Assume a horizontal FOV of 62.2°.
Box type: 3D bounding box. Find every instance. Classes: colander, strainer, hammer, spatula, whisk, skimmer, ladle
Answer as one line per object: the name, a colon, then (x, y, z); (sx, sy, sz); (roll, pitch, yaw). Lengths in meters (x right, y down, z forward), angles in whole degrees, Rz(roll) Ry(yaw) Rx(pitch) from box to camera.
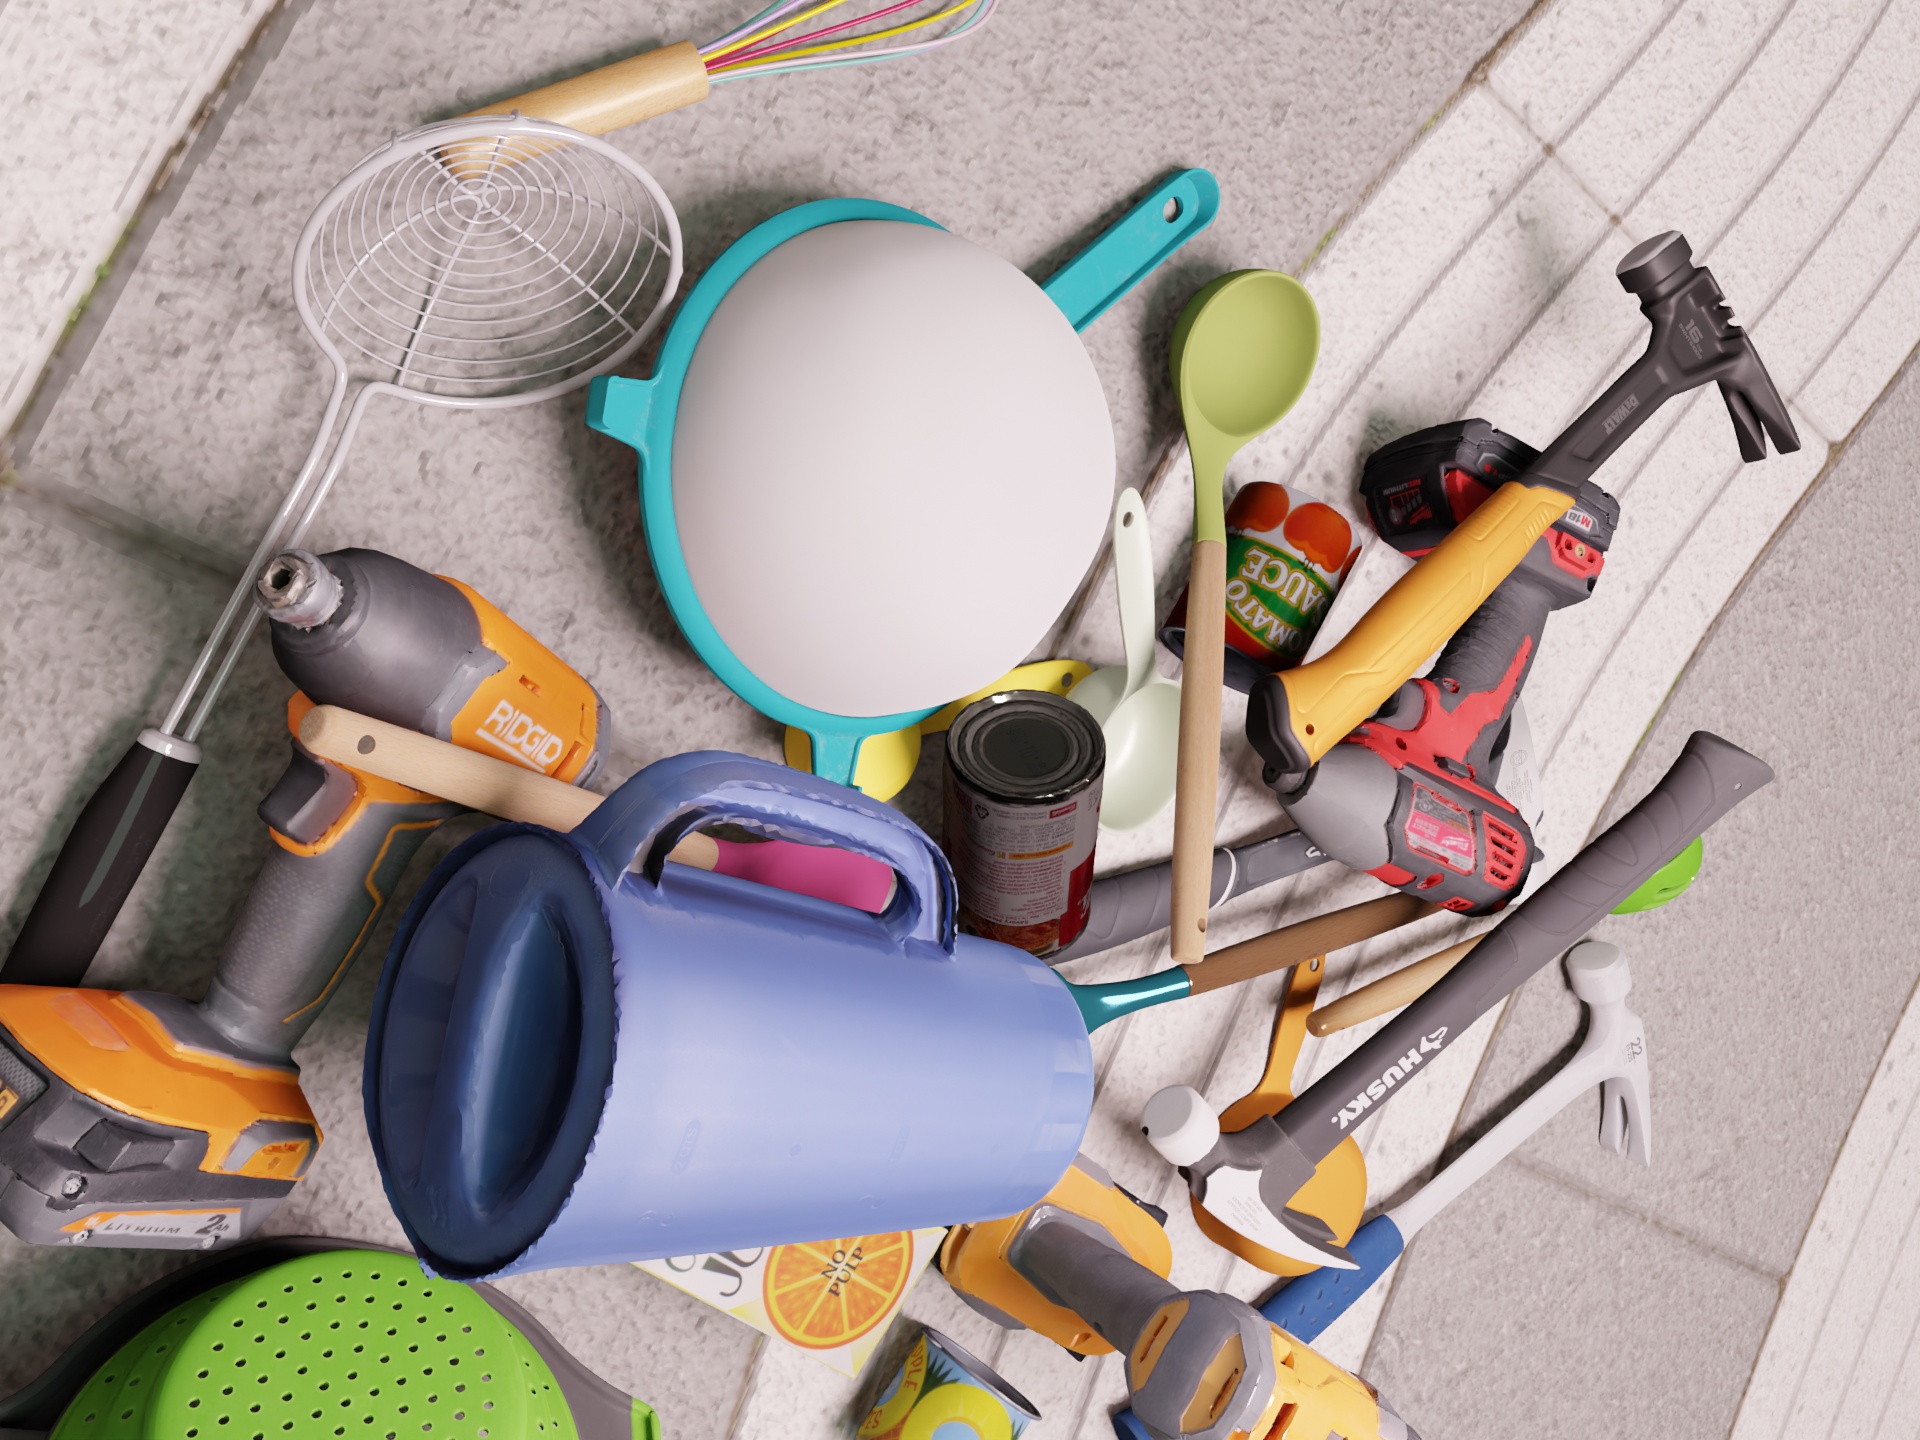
colander: (-0.279, 0.222, 0.488); (0.397, 0.205, 0.094); (13, 129, -16)
strainer: (0.031, -0.133, 0.633); (0.340, 0.095, 0.210); (-45, 125, -27)
hammer: (0.253, 0.287, 0.896); (0.405, 0.035, 0.144); (-30, 112, -23)
hammer: (0.144, 0.069, 0.796); (0.409, 0.036, 0.149); (-14, 104, -28)
spatula: (0.132, 0.121, 0.752); (0.317, 0.044, 0.082); (-13, 99, -28)
hammer: (0.258, -0.085, 0.736); (0.337, 0.034, 0.127); (-41, 102, -18)
hammer: (0.249, 0.126, 0.753); (0.335, 0.035, 0.146); (-41, 120, 1)
whisk: (-0.081, -0.256, 0.602); (0.245, 0.047, 0.051); (-28, 119, -20)
skimmer: (-0.218, -0.036, 0.530); (0.363, 0.090, 0.127); (-63, 150, -5)
ladle: (0.116, -0.054, 0.683); (0.078, 0.062, 0.320); (26, 61, -39)

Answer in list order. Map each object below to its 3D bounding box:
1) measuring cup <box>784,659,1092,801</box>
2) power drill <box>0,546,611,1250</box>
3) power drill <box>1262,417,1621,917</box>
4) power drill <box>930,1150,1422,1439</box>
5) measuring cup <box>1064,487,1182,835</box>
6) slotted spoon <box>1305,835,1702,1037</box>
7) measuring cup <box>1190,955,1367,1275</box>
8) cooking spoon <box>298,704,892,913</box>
measuring cup: (-0.001, -0.002, 0.699); (0.156, 0.029, 0.062); (-15, 106, -26)
power drill: (-0.221, 0.051, 0.509); (0.226, 0.084, 0.164); (-55, 159, -9)
power drill: (0.232, -0.027, 0.780); (0.143, 0.078, 0.220); (23, 78, -20)
power drill: (0.102, 0.271, 0.690); (0.185, 0.226, 0.084); (40, 78, -30)
measuring cup: (0.068, -0.028, 0.712); (0.083, 0.038, 0.167); (-26, 124, -33)
slotted spoon: (0.312, 0.121, 0.886); (0.313, 0.070, 0.031); (-15, 65, -29)
measuring cup: (0.180, 0.203, 0.828); (0.095, 0.052, 0.173); (11, 94, -32)
cooking spoon: (-0.108, 0.043, 0.574); (0.318, 0.017, 0.069); (31, 83, -59)
